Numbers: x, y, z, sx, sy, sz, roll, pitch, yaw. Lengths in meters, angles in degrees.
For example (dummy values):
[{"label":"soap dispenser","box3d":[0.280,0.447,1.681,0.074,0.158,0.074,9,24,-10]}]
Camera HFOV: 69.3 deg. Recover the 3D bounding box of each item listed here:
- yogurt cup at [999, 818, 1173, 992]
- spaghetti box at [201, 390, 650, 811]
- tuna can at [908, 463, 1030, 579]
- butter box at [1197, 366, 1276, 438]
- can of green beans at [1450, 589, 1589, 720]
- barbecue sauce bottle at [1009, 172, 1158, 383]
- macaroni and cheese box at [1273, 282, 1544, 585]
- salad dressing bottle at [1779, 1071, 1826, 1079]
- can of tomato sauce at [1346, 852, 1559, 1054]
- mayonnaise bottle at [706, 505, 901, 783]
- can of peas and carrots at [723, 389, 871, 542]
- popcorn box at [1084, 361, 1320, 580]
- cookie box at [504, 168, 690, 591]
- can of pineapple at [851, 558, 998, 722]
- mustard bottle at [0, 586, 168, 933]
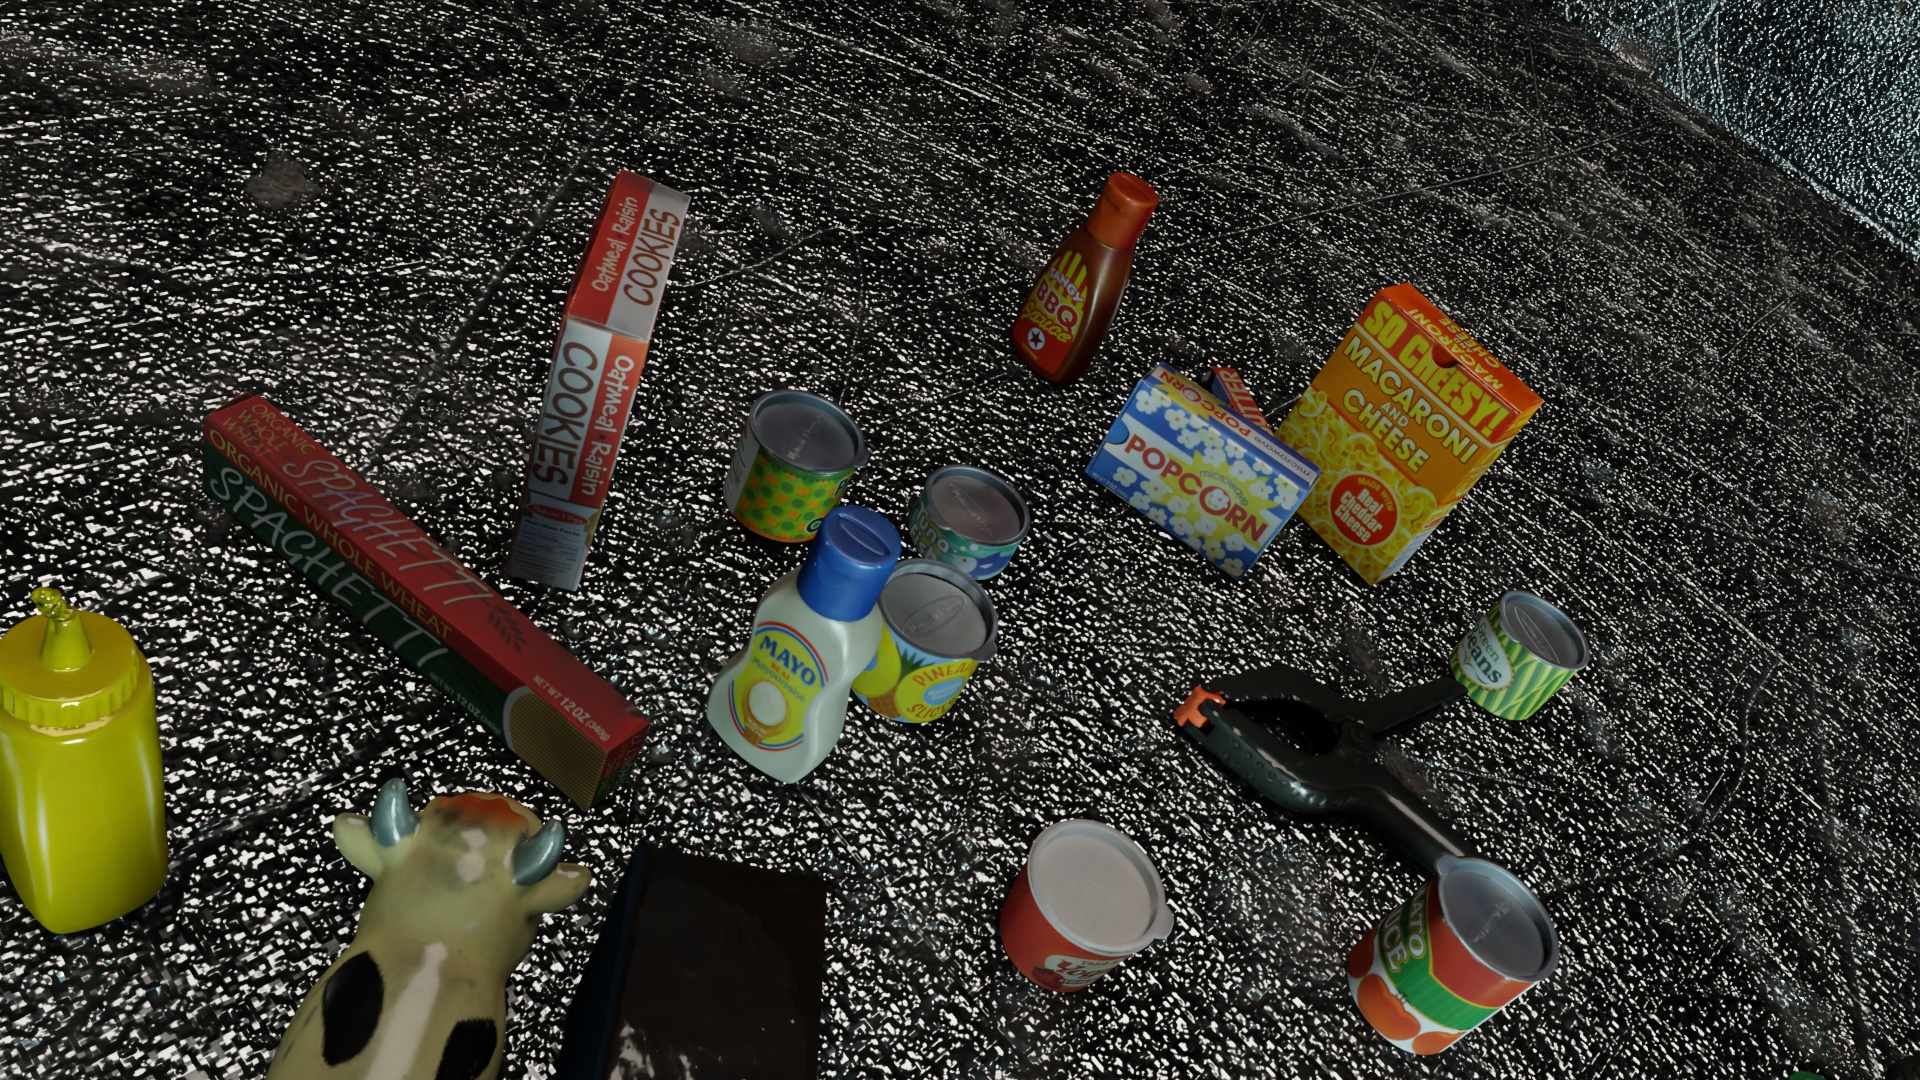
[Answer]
[{"label":"yogurt cup","box3d":[0.053,0.171,0.641,0.072,0.053,0.073,16,42,-15]},{"label":"spaghetti box","box3d":[-0.246,0.025,0.626,0.250,0.050,0.029,37,41,10]},{"label":"tuna can","box3d":[0.003,-0.010,0.818,0.071,0.032,0.071,16,42,-15]},{"label":"butter box","box3d":[0.191,-0.068,0.969,0.024,0.052,0.104,2,47,-28]},{"label":"can of green beans","box3d":[0.367,0.076,0.916,0.071,0.057,0.071,16,42,-15]},{"label":"barbecue sauce bottle","box3d":[0.087,-0.181,0.954,0.044,0.147,0.065,-17,58,-40]},{"label":"macaroni and cheese box","box3d":[0.289,-0.070,0.939,0.040,0.165,0.124,-20,60,-42]},{"label":"salad dressing bottle","box3d":[0.325,0.280,0.610,0.044,0.146,0.064,7,45,-24]},{"label":"can of tomato sauce","box3d":[0.241,0.206,0.690,0.071,0.082,0.071,16,42,-15]},{"label":"mayonnaise bottle","box3d":[-0.069,0.046,0.629,0.065,0.147,0.041,37,41,10]},{"label":"can of peas and carrots","box3d":[-0.091,-0.040,0.775,0.071,0.058,0.071,16,42,-15]},{"label":"popcorn box","box3d":[0.156,-0.045,0.900,0.127,0.084,0.038,36,41,8]},{"label":"cookie box","box3d":[-0.179,-0.077,0.680,0.040,0.166,0.123,16,42,-15]},{"label":"can of pineapple","box3d":[-0.021,0.054,0.719,0.071,0.057,0.071,16,42,-15]},{"label":"mustard bottle","box3d":[-0.297,0.070,0.466,0.049,0.159,0.065,-19,59,-41]}]
